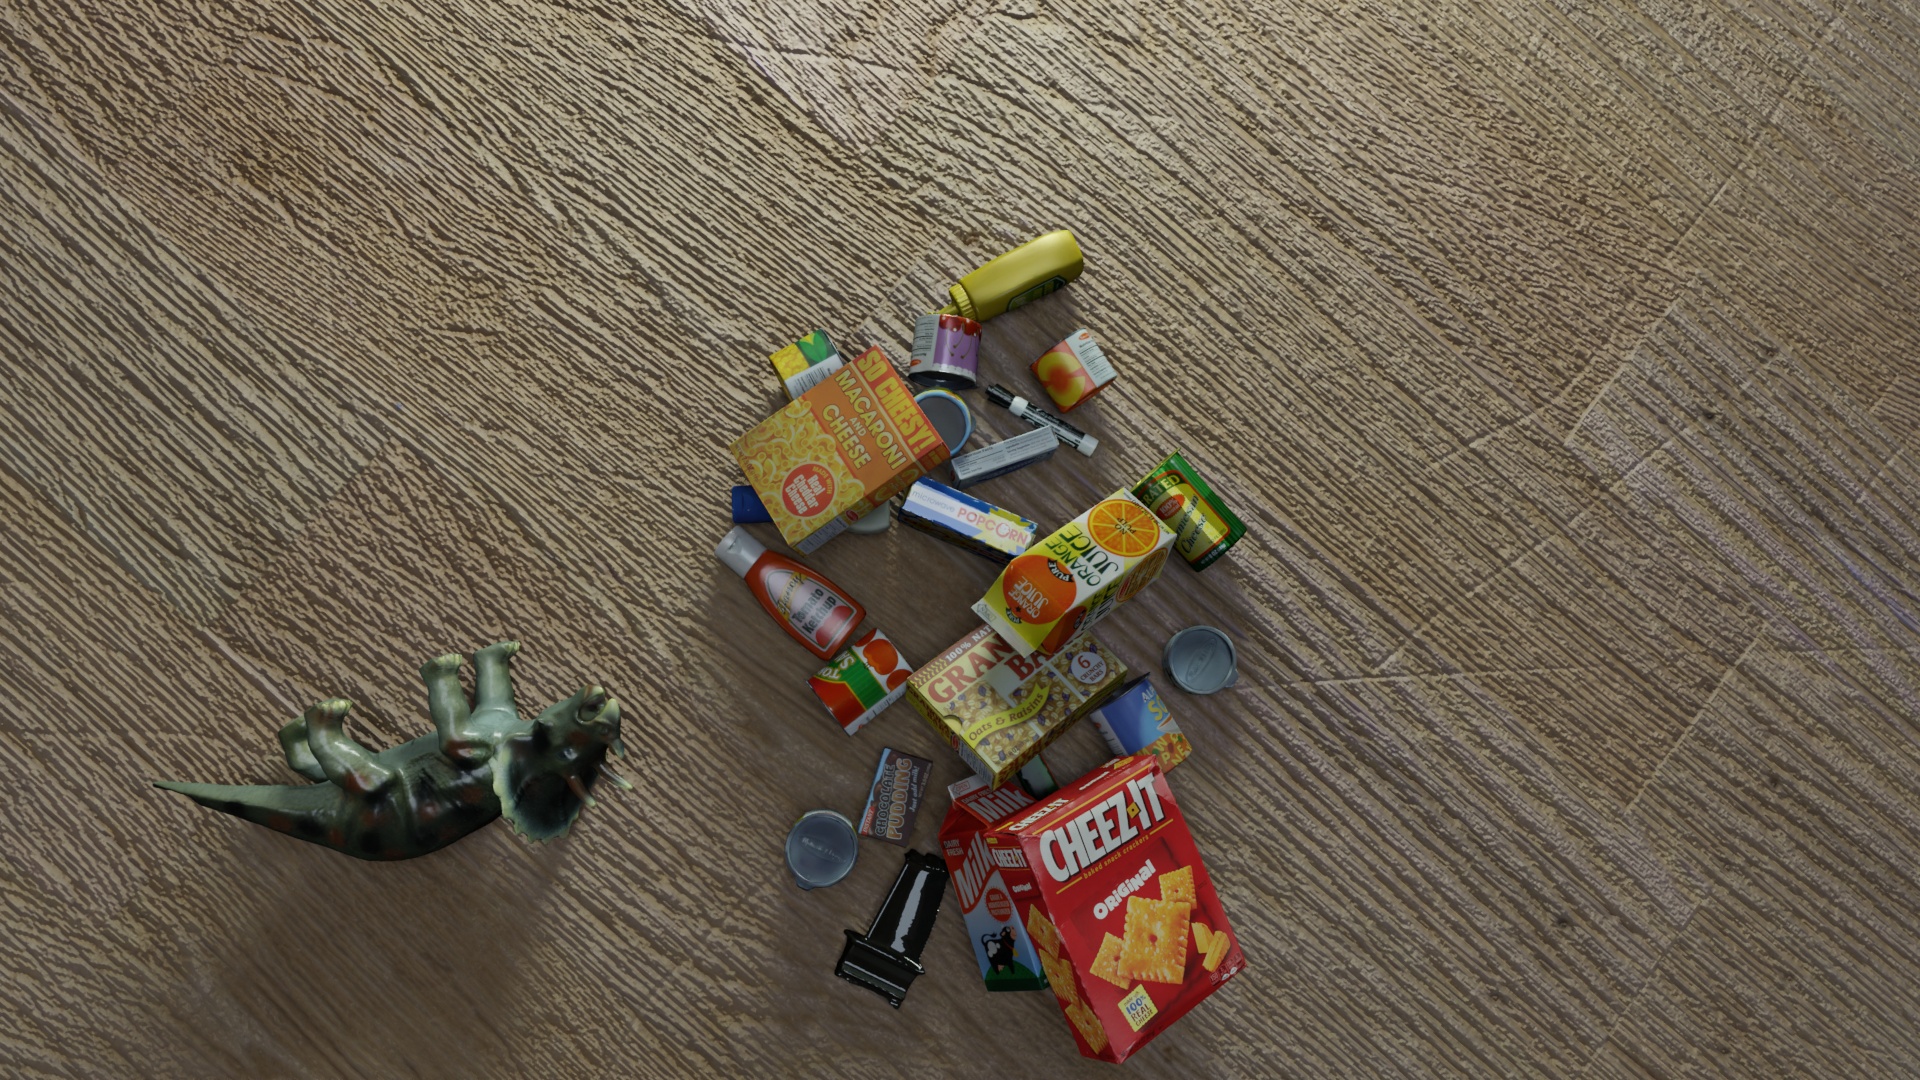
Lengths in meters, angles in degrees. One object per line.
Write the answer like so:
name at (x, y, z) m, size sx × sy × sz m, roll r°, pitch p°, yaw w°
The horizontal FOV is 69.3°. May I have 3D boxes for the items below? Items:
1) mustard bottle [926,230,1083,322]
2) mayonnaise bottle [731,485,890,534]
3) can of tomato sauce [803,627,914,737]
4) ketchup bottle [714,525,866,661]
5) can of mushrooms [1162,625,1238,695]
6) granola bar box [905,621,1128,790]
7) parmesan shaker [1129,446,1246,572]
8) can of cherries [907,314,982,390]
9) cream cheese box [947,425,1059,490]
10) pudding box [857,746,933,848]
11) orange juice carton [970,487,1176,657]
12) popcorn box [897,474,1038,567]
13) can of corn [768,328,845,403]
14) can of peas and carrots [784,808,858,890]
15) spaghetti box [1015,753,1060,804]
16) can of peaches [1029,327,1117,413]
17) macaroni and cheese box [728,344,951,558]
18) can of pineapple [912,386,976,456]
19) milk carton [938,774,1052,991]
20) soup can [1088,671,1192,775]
mustard bottle at (0.041, -0.248, 1.353) m, size 0.160 × 0.065 × 0.049 m, roll -26°, pitch 81°, yaw -2°
mayonnaise bottle at (-0.141, -0.036, 1.319) m, size 0.148 × 0.041 × 0.065 m, roll -2°, pitch 82°, yaw -5°
can of tomato sauce at (-0.092, 0.130, 1.289) m, size 0.083 × 0.071 × 0.071 m, roll -38°, pitch 88°, yaw -9°
ketchup bottle at (-0.163, 0.046, 1.306) m, size 0.149 × 0.043 × 0.065 m, roll 39°, pitch 82°, yaw 1°
can of mushrooms at (0.231, 0.117, 1.337) m, size 0.071 × 0.033 × 0.071 m, roll 1°, pitch 82°, yaw -5°
granola bar box at (0.051, 0.130, 1.275) m, size 0.166 × 0.038 × 0.124 m, roll -35°, pitch 64°, yaw -23°
parmesan shaker at (0.219, -0.029, 1.336) m, size 0.071 × 0.071 × 0.103 m, roll -42°, pitch 88°, yaw -8°
can of cherries at (-0.012, -0.181, 1.338) m, size 0.071 × 0.071 × 0.058 m, roll 7°, pitch 82°, yaw -4°
cream cheese box at (0.041, -0.079, 1.335) m, size 0.104 × 0.053 × 0.024 m, roll -20°, pitch 84°, yaw -7°
pudding box at (-0.061, 0.239, 1.297) m, size 0.050 × 0.030 × 0.084 m, roll 18°, pitch 81°, yaw -2°
orange juice carton at (0.103, 0.037, 1.274) m, size 0.193 × 0.072 × 0.072 m, roll -32°, pitch 64°, yaw -30°
popcorn box at (0.005, -0.016, 1.307) m, size 0.127 × 0.085 × 0.038 m, roll 23°, pitch 80°, yaw -2°
can of corn at (-0.143, -0.161, 1.324) m, size 0.058 × 0.071 × 0.071 m, roll -29°, pitch 86°, yaw -7°
can of peas and carrots at (-0.128, 0.283, 1.271) m, size 0.071 × 0.058 × 0.071 m, roll 1°, pitch 84°, yaw -5°
spaghetti box at (0.098, 0.271, 1.297) m, size 0.029 × 0.050 × 0.250 m, roll -28°, pitch 86°, yaw -6°
can of peaches at (0.108, -0.163, 1.347) m, size 0.071 × 0.071 × 0.058 m, roll -34°, pitch 88°, yaw -8°
macaroni and cheese box at (-0.110, -0.082, 1.270) m, size 0.166 × 0.040 × 0.124 m, roll -34°, pitch 69°, yaw 2°
can of pineapple at (-0.021, -0.112, 1.322) m, size 0.071 × 0.058 × 0.071 m, roll 0°, pitch 100°, yaw 0°
milk carton at (0.042, 0.304, 1.261) m, size 0.072 × 0.073 × 0.190 m, roll -14°, pitch 84°, yaw -45°
soup can at (0.171, 0.178, 1.307) m, size 0.071 × 0.071 × 0.084 m, roll -32°, pitch 87°, yaw -8°
